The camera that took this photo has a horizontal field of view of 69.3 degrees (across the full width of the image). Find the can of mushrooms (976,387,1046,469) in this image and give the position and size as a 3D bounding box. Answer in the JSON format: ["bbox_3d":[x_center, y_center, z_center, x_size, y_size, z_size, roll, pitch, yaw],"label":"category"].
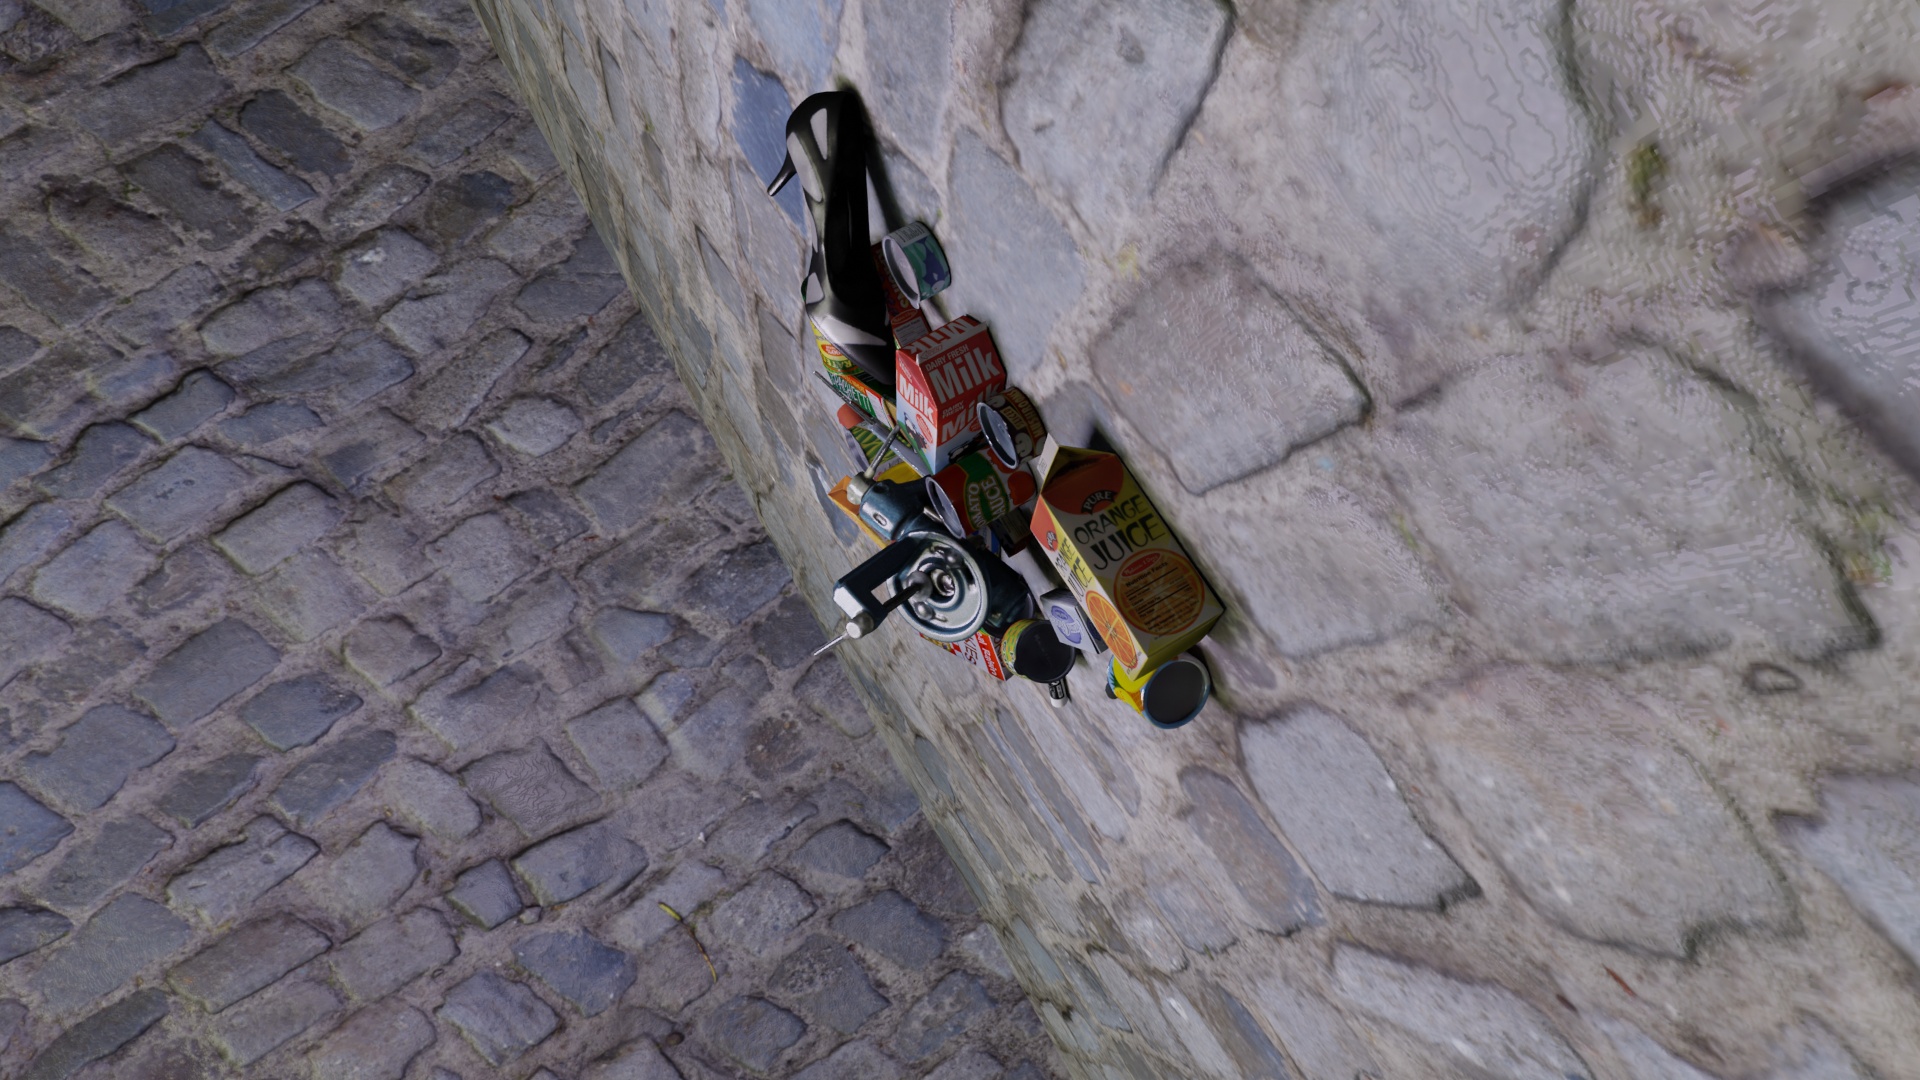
[{"bbox_3d":[0.045,-0.099,1.214,0.071,0.033,0.070,56,166,22],"label":"can of mushrooms"}]

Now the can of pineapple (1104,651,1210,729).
[{"bbox_3d":[0.162,0.117,1.147,0.058,0.071,0.070,37,152,60],"label":"can of pineapple"}]

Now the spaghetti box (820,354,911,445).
[{"bbox_3d":[-0.103,-0.174,1.618,0.251,0.029,0.050,41,156,56],"label":"spaghetti box"}]

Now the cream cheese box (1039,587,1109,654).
[{"bbox_3d":[0.112,0.077,1.347,0.053,0.024,0.104,63,167,-10],"label":"cream cheese box"}]

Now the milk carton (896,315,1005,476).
[{"bbox_3d":[-0.011,-0.136,1.260,0.073,0.072,0.189,57,166,17],"label":"milk carton"}]

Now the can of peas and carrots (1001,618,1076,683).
[{"bbox_3d":[0.079,0.116,1.452,0.071,0.071,0.058,62,167,-5],"label":"can of peas and carrots"}]

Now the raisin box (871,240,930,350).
[{"bbox_3d":[-0.073,-0.229,1.372,0.123,0.040,0.086,64,167,-12],"label":"raisin box"}]

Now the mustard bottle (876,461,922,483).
[{"bbox_3d":[-0.053,-0.027,1.669,0.049,0.065,0.159,53,170,39],"label":"mustard bottle"}]

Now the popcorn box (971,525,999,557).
[{"bbox_3d":[0.005,-0.019,1.516,0.085,0.038,0.126,54,165,24],"label":"popcorn box"}]

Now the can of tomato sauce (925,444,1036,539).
[{"bbox_3d":[0.021,-0.048,1.302,0.071,0.083,0.071,55,165,22],"label":"can of tomato sauce"}]

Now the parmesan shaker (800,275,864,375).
[{"bbox_3d":[-0.132,-0.239,1.502,0.071,0.071,0.102,49,163,40],"label":"parmesan shaker"}]

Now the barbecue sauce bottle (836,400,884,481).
[{"bbox_3d":[-0.103,-0.109,1.725,0.149,0.044,0.064,56,172,21],"label":"barbecue sauce bottle"}]

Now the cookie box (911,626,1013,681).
[{"bbox_3d":[-0.005,0.088,1.678,0.167,0.040,0.122,24,146,41],"label":"cookie box"}]

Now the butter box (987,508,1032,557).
[{"bbox_3d":[0.034,-0.037,1.404,0.103,0.024,0.053,58,166,12],"label":"butter box"}]

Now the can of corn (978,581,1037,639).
[{"bbox_3d":[0.044,0.074,1.513,0.071,0.071,0.058,63,167,-7],"label":"can of corn"}]

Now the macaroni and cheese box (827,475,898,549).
[{"bbox_3d":[-0.086,-0.004,1.777,0.166,0.040,0.124,46,174,-26],"label":"macaroni and cheese box"}]

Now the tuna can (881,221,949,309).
[{"bbox_3d":[-0.038,-0.243,1.227,0.071,0.033,0.070,56,166,22],"label":"tuna can"}]

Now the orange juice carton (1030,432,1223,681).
[{"bbox_3d":[0.116,0.005,1.082,0.193,0.073,0.071,57,166,17],"label":"orange juice carton"}]

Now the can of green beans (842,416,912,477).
[{"bbox_3d":[-0.097,-0.115,1.655,0.071,0.058,0.071,55,166,22],"label":"can of green beans"}]
